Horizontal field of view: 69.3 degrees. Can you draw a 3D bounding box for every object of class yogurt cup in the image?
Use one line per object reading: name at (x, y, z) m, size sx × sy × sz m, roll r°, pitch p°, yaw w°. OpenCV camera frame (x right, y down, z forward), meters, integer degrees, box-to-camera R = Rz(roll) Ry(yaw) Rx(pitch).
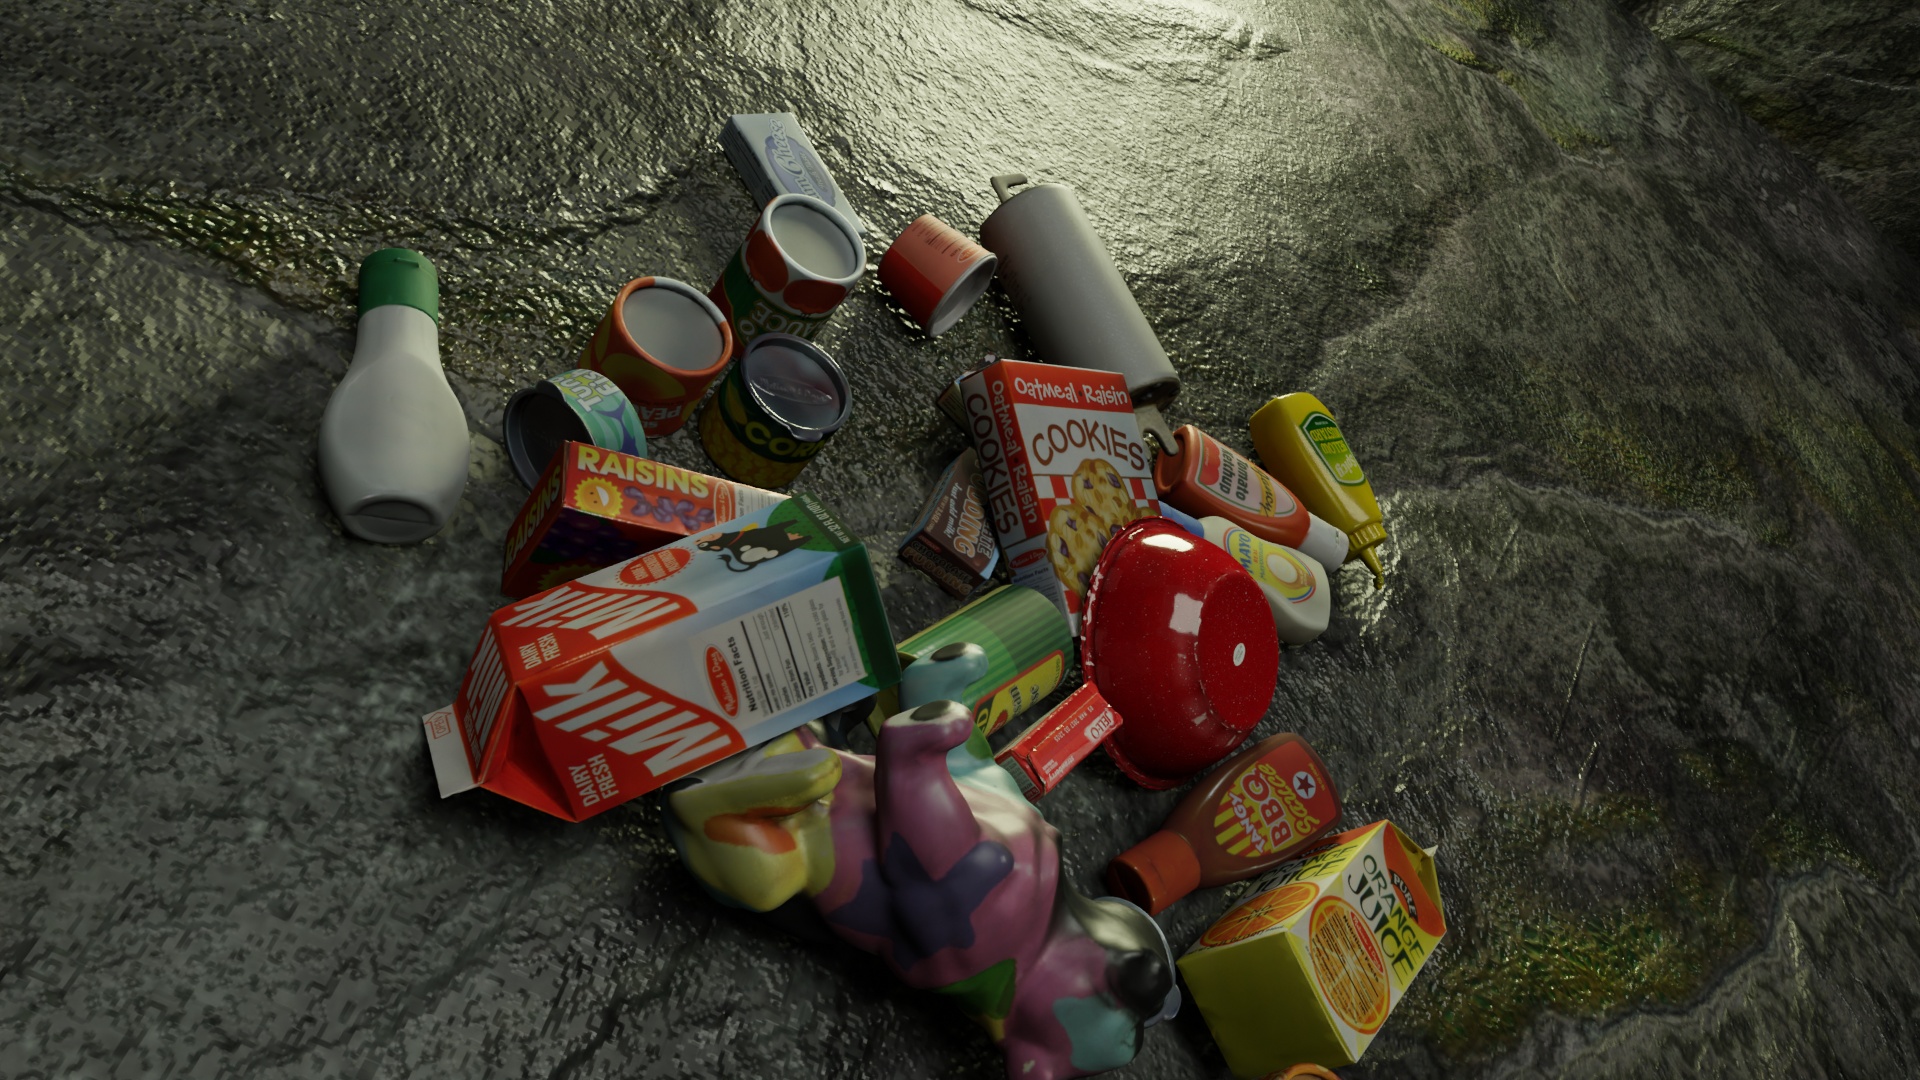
yogurt cup at (-0.017, -0.174, 0.902) m, size 0.054 × 0.072 × 0.073 m, roll 41°, pitch 42°, yaw 6°

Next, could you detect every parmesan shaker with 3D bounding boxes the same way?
parmesan shaker at (0.007, 0.069, 0.733) m, size 0.103 × 0.071 × 0.071 m, roll -27°, pitch 78°, yaw -46°

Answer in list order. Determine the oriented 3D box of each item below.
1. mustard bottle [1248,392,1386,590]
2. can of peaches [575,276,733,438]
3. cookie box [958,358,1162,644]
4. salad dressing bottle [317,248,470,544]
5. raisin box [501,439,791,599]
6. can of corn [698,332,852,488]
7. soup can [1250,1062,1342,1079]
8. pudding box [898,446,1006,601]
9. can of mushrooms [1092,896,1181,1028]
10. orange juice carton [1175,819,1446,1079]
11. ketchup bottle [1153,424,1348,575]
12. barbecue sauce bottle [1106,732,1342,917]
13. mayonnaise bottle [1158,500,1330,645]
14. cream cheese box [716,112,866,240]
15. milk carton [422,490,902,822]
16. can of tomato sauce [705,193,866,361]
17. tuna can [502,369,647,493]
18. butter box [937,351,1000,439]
mustard bottle at (0.277, -0.035, 1.037) m, size 0.065 × 0.048 × 0.160 m, roll -12°, pitch 67°, yaw -41°
can of peaches at (-0.162, -0.095, 0.733) m, size 0.071 × 0.057 × 0.071 m, roll 21°, pitch 48°, yaw -25°
cookie box at (0.070, -0.022, 0.837) m, size 0.123 × 0.040 × 0.167 m, roll -1°, pitch 73°, yaw -49°
salad dressing bottle at (-0.263, -0.071, 0.648) m, size 0.064 × 0.043 × 0.148 m, roll 9°, pitch 53°, yaw -31°
raisin box at (-0.142, 0.003, 0.656) m, size 0.123 × 0.085 × 0.040 m, roll 14°, pitch 53°, yaw -30°
can of corn at (-0.102, -0.068, 0.760) m, size 0.071 × 0.058 × 0.071 m, roll 21°, pitch 49°, yaw -25°
soup can at (0.145, 0.291, 0.667) m, size 0.071 × 0.083 × 0.072 m, roll 21°, pitch 48°, yaw -25°
pudding box at (0.003, -0.010, 0.819) m, size 0.049 × 0.030 × 0.084 m, roll 38°, pitch 44°, yaw -10°
can of mushrooms at (0.075, 0.219, 0.702) m, size 0.071 × 0.033 × 0.071 m, roll 21°, pitch 48°, yaw -25°
orange juice carton at (0.203, 0.213, 0.762) m, size 0.193 × 0.071 × 0.073 m, roll -20°, pitch 82°, yaw -53°
ketchup bottle at (0.205, -0.022, 0.976) m, size 0.149 × 0.043 × 0.065 m, roll 28°, pitch 48°, yaw -20°
barbecue sauce bottle at (0.146, 0.163, 0.778) m, size 0.149 × 0.043 × 0.065 m, roll -21°, pitch 79°, yaw -33°
mayonnaise bottle at (0.180, 0.017, 0.928) m, size 0.148 × 0.041 × 0.065 m, roll 24°, pitch 49°, yaw -23°
cream cheese box at (-0.109, -0.230, 0.899) m, size 0.053 × 0.024 × 0.104 m, roll -19°, pitch 72°, yaw -43°
milk carton at (-0.130, 0.053, 0.591) m, size 0.191 × 0.073 × 0.072 m, roll -23°, pitch 28°, yaw -17°
can of tomato sauce at (-0.101, -0.146, 0.800) m, size 0.071 × 0.082 × 0.071 m, roll 21°, pitch 48°, yaw -25°
tuna can at (-0.186, -0.050, 0.672) m, size 0.071 × 0.070 × 0.033 m, roll 50°, pitch 41°, yaw 3°
butter box at (0.038, -0.070, 0.895) m, size 0.103 × 0.024 × 0.053 m, roll 46°, pitch 43°, yaw 0°
